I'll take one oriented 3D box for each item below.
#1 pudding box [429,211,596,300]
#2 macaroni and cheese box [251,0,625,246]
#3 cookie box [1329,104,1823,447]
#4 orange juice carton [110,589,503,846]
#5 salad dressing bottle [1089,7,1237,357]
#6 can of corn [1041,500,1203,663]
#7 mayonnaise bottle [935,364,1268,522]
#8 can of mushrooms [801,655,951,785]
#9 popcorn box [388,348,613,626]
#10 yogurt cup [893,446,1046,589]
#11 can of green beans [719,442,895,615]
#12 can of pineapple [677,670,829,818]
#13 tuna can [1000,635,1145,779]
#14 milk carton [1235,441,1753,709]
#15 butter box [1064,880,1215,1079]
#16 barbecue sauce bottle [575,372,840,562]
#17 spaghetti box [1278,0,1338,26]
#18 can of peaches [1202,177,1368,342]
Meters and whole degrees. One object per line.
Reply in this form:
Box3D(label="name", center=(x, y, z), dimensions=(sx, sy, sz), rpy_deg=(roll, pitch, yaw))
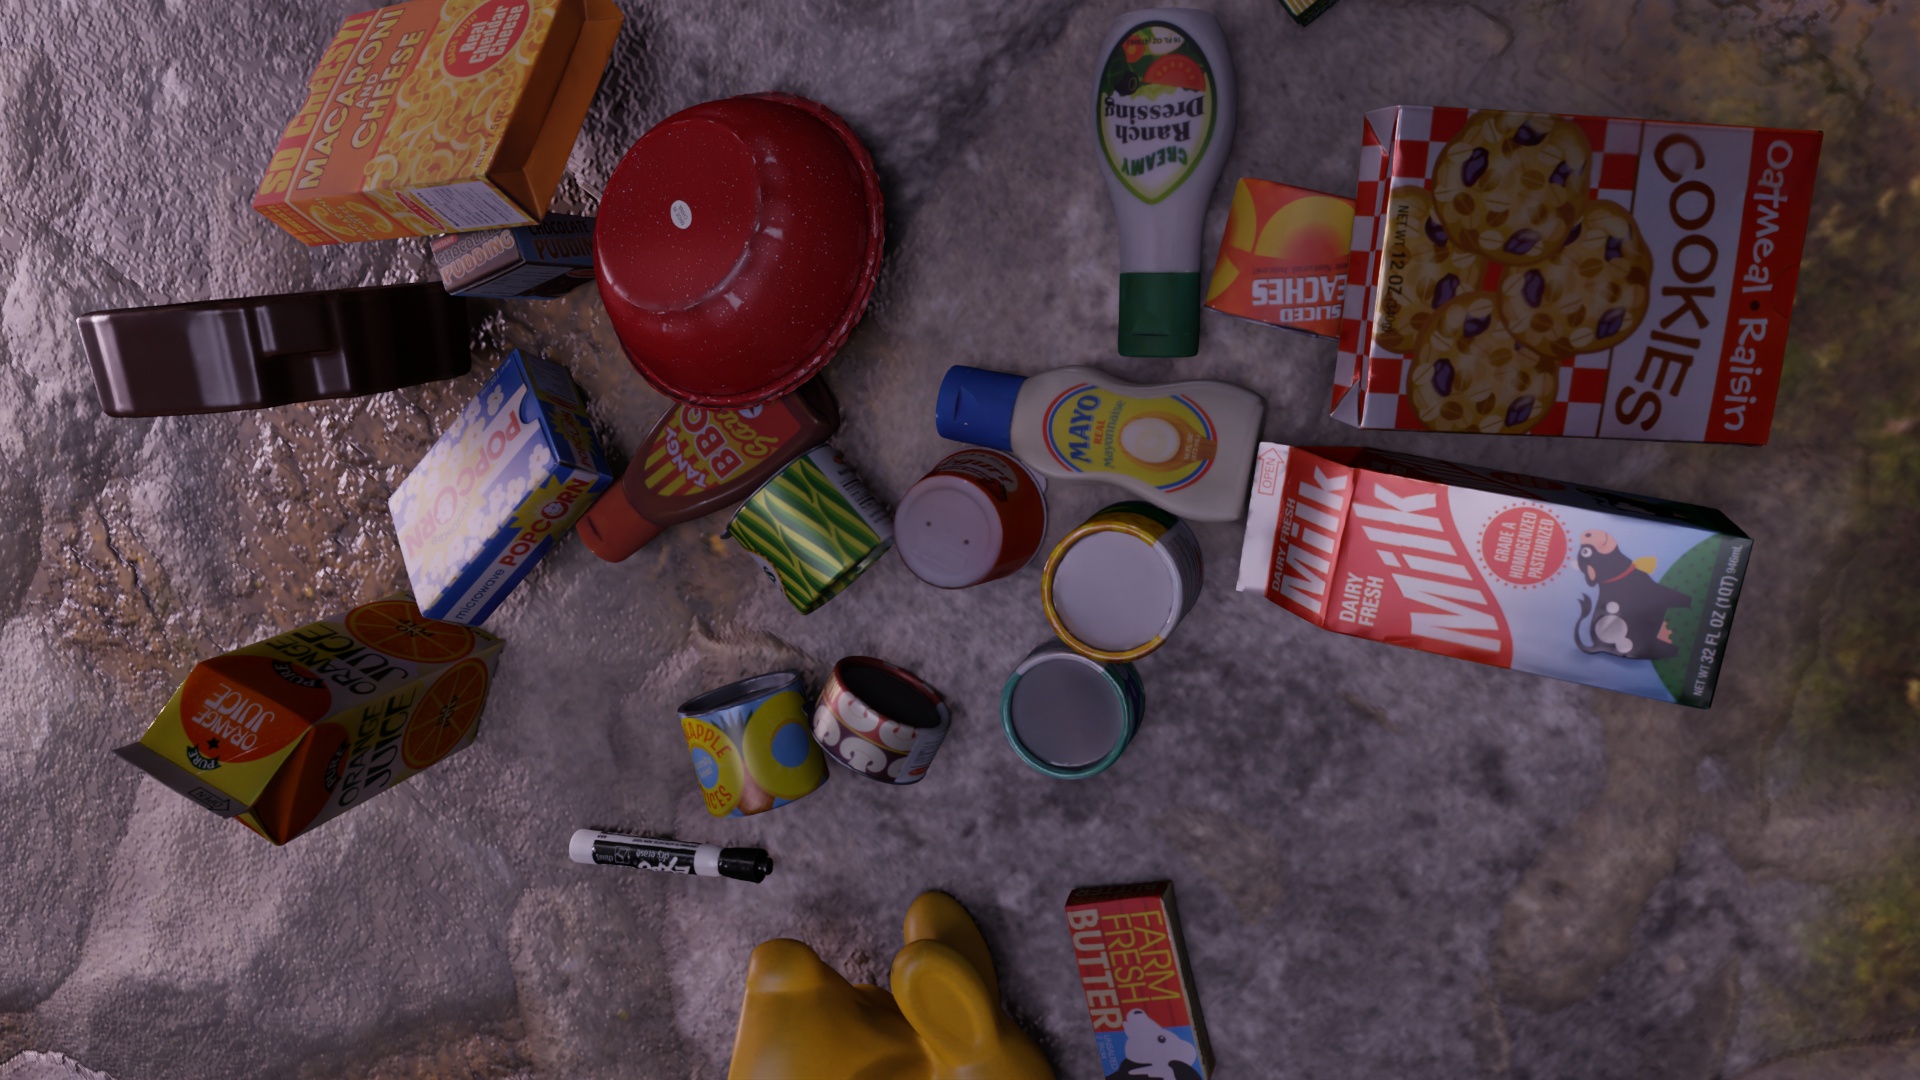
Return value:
Box3D(label="pudding box", center=(-0.217, -0.143, 0.699), dimensions=(0.049, 0.084, 0.030), rpy_deg=(-19, 91, 21))
Box3D(label="macaroni and cheese box", center=(-0.255, -0.209, 0.675), dimensions=(0.166, 0.040, 0.124), rpy_deg=(2, 66, 29))
Box3D(label="cookie box", center=(0.240, -0.102, 0.547), dimensions=(0.167, 0.040, 0.122), rpy_deg=(2, 102, -4))
Box3D(label="orange juice carton", center=(-0.332, 0.092, 0.721), dimensions=(0.072, 0.193, 0.072), rpy_deg=(26, 108, 11))
Box3D(label="salad dressing bottle", center=(0.089, -0.155, 0.615), dimensions=(0.064, 0.044, 0.147), rpy_deg=(3, 101, 20))
Box3D(label="can of corn", center=(0.073, 0.019, 0.645), dimensions=(0.071, 0.058, 0.071), rpy_deg=(3, 101, 18))
Box3D(label="mayonnaise bottle", center=(0.063, -0.051, 0.644), dimensions=(0.148, 0.041, 0.064), rpy_deg=(12, 97, 15))
Box3D(label="can of mushrooms", center=(-0.042, 0.087, 0.691), dimensions=(0.071, 0.071, 0.033), rpy_deg=(31, 108, 11))
Box3D(label="popcorn box", center=(-0.246, -0.026, 0.735), dimensions=(0.126, 0.038, 0.085), rpy_deg=(-43, 55, 20))
Box3D(label="yogurt cup", center=(0.002, -0.008, 0.666), dimensions=(0.072, 0.054, 0.072), rpy_deg=(4, 102, 18))
Box3D(label="can of green beans", center=(-0.071, -0.005, 0.685), dimensions=(0.071, 0.071, 0.058), rpy_deg=(-42, 86, 20))
Box3D(label="can of pineapple", center=(-0.107, 0.105, 0.715), dimensions=(0.071, 0.071, 0.058), rpy_deg=(-14, 96, 20))
Box3D(label="tuna can", center=(0.054, 0.083, 0.676), dimensions=(0.071, 0.033, 0.071), rpy_deg=(3, 100, 18))
Box3D(label="milk carton", center=(0.216, 0.008, 0.587), dimensions=(0.191, 0.073, 0.072), rpy_deg=(11, 104, 17))
Box3D(label="butter box", center=(0.090, 0.223, 0.695), dimensions=(0.053, 0.024, 0.103), rpy_deg=(-12, 96, 19))
Box3D(label="barbecue sauce bottle", center=(-0.134, -0.042, 0.711), dimensions=(0.148, 0.044, 0.065), rpy_deg=(-35, 83, 21))
Box3D(label="spaghetti box", center=(0.090, -0.334, 0.591), dimensions=(0.050, 0.029, 0.250), rpy_deg=(-37, 87, 20))
Box3D(label="can of peaches", center=(0.143, -0.119, 0.590), dimensions=(0.071, 0.071, 0.058), rpy_deg=(17, 104, 15))
